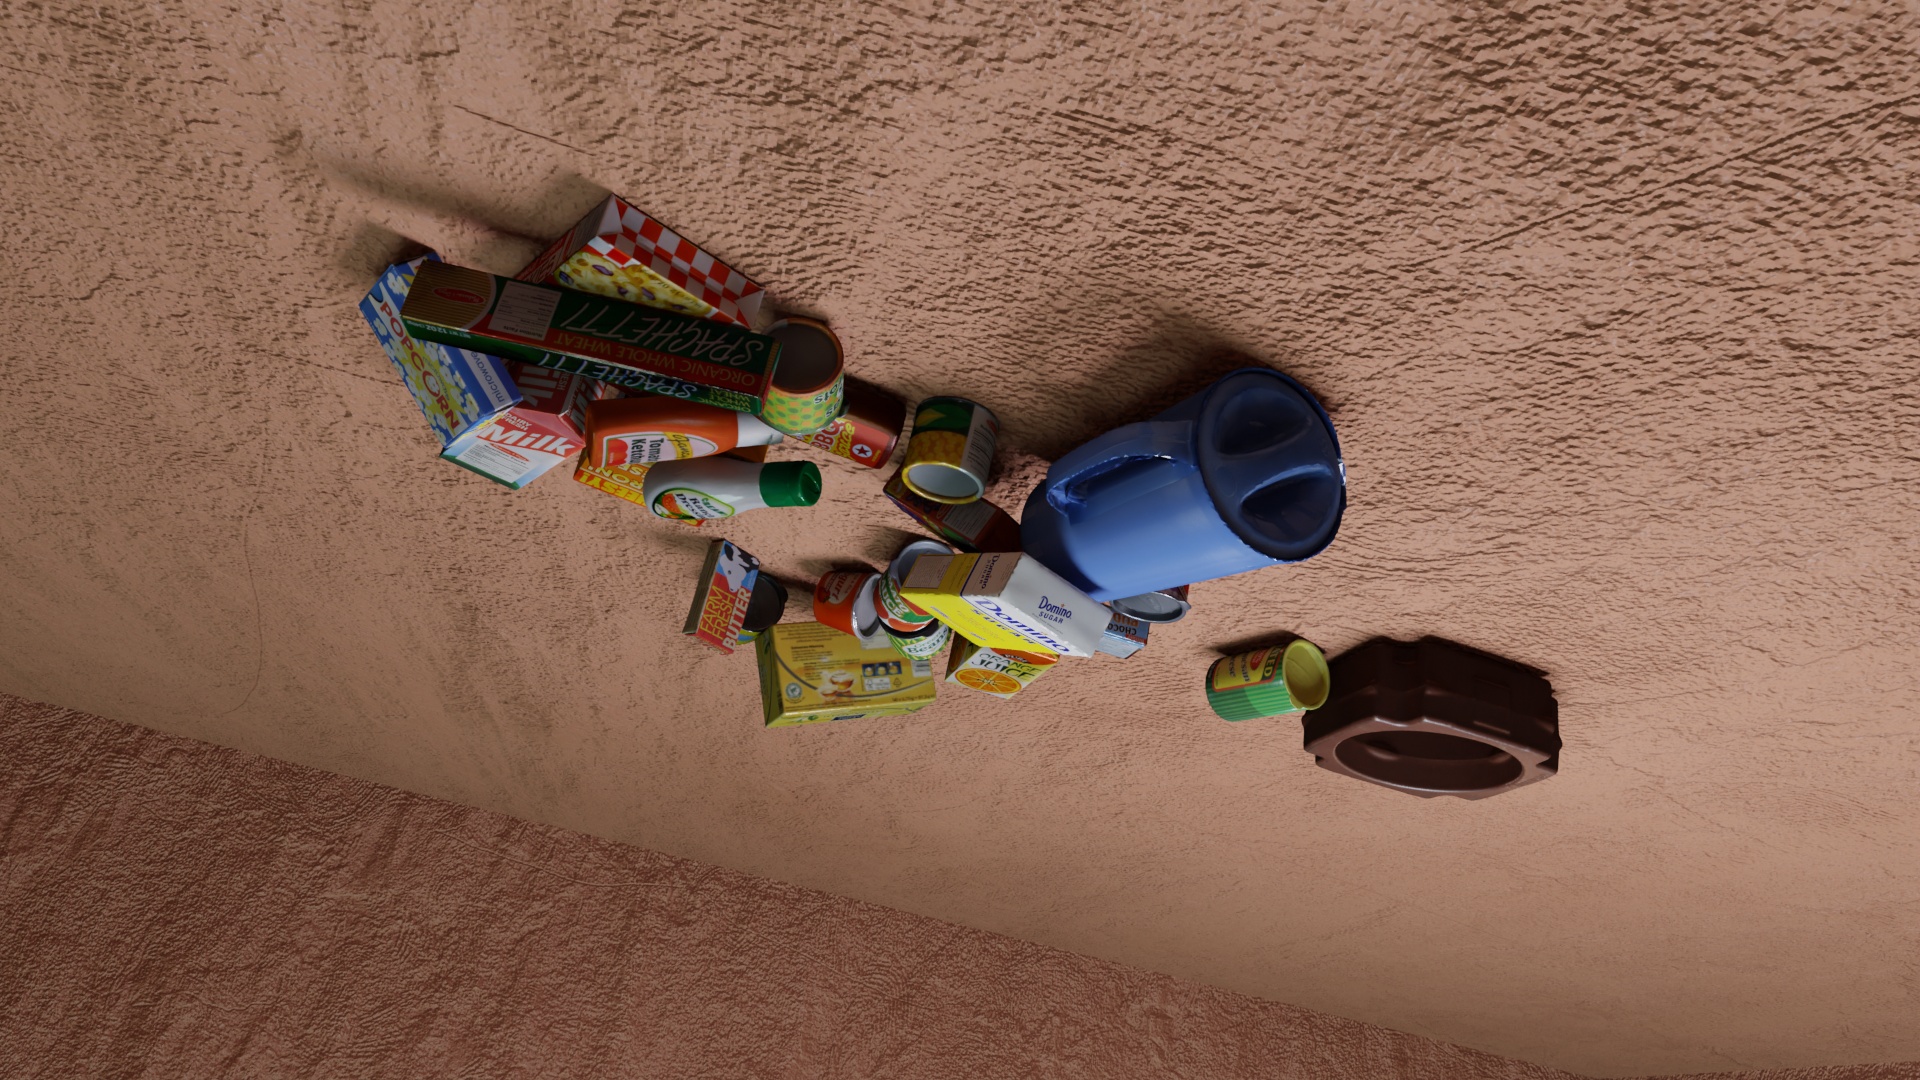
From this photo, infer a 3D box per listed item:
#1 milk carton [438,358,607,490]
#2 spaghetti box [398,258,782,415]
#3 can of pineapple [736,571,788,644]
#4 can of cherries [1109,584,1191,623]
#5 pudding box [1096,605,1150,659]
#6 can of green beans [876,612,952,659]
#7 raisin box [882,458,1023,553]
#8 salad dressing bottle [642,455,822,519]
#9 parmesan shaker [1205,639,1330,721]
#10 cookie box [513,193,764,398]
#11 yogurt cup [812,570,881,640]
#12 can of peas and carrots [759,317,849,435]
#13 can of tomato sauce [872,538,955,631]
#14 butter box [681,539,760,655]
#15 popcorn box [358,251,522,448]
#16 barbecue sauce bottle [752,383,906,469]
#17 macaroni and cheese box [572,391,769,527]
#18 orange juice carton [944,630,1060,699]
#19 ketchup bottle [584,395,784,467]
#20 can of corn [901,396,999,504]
[{"bbox_3d":[-0.346,-0.107,1.124,0.073,0.072,0.190,28,152,-31],"label":"milk carton"},{"bbox_3d":[-0.248,-0.137,0.943,0.250,0.050,0.028,13,155,-1],"label":"spaghetti box"},{"bbox_3d":[-0.222,0.071,1.449,0.071,0.071,0.057,22,154,-19],"label":"can of pineapple"},{"bbox_3d":[0.167,0.032,1.192,0.071,0.058,0.071,11,154,5],"label":"can of cherries"},{"bbox_3d":[0.137,0.086,1.354,0.084,0.030,0.049,17,156,-10],"label":"pudding box"},{"bbox_3d":[-0.045,0.079,1.380,0.071,0.071,0.057,6,154,14],"label":"can of green beans"},{"bbox_3d":[0.004,-0.014,1.130,0.123,0.040,0.086,32,174,43],"label":"raisin box"},{"bbox_3d":[-0.184,-0.043,1.122,0.147,0.044,0.064,-2,150,24],"label":"salad dressing bottle"},{"bbox_3d":[0.294,0.139,1.343,0.071,0.071,0.103,27,152,-28],"label":"parmesan shaker"},{"bbox_3d":[-0.237,-0.167,0.986,0.123,0.040,0.167,29,149,-32],"label":"cookie box"},{"bbox_3d":[-0.110,0.061,1.380,0.054,0.072,0.072,10,156,24],"label":"yogurt cup"},{"bbox_3d":[-0.114,-0.117,0.999,0.071,0.071,0.058,12,154,0],"label":"can of peas and carrots"},{"bbox_3d":[-0.043,0.044,1.304,0.071,0.071,0.082,18,155,-12],"label":"can of tomato sauce"},{"bbox_3d":[-0.237,0.057,1.381,0.024,0.104,0.053,-10,148,40],"label":"butter box"},{"bbox_3d":[-0.388,-0.140,1.034,0.085,0.038,0.126,-20,102,50],"label":"popcorn box"},{"bbox_3d":[-0.120,-0.102,1.061,0.148,0.044,0.064,19,148,-13],"label":"barbecue sauce bottle"},{"bbox_3d":[-0.248,-0.074,1.186,0.124,0.040,0.166,22,153,-21],"label":"macaroni and cheese box"},{"bbox_3d":[0.051,0.090,1.353,0.073,0.072,0.192,17,155,-11],"label":"orange juice carton"},{"bbox_3d":[-0.213,-0.088,1.076,0.149,0.043,0.064,-7,157,-21],"label":"ketchup bottle"},{"bbox_3d":[-0.010,-0.068,1.064,0.071,0.058,0.071,10,155,5],"label":"can of corn"}]
